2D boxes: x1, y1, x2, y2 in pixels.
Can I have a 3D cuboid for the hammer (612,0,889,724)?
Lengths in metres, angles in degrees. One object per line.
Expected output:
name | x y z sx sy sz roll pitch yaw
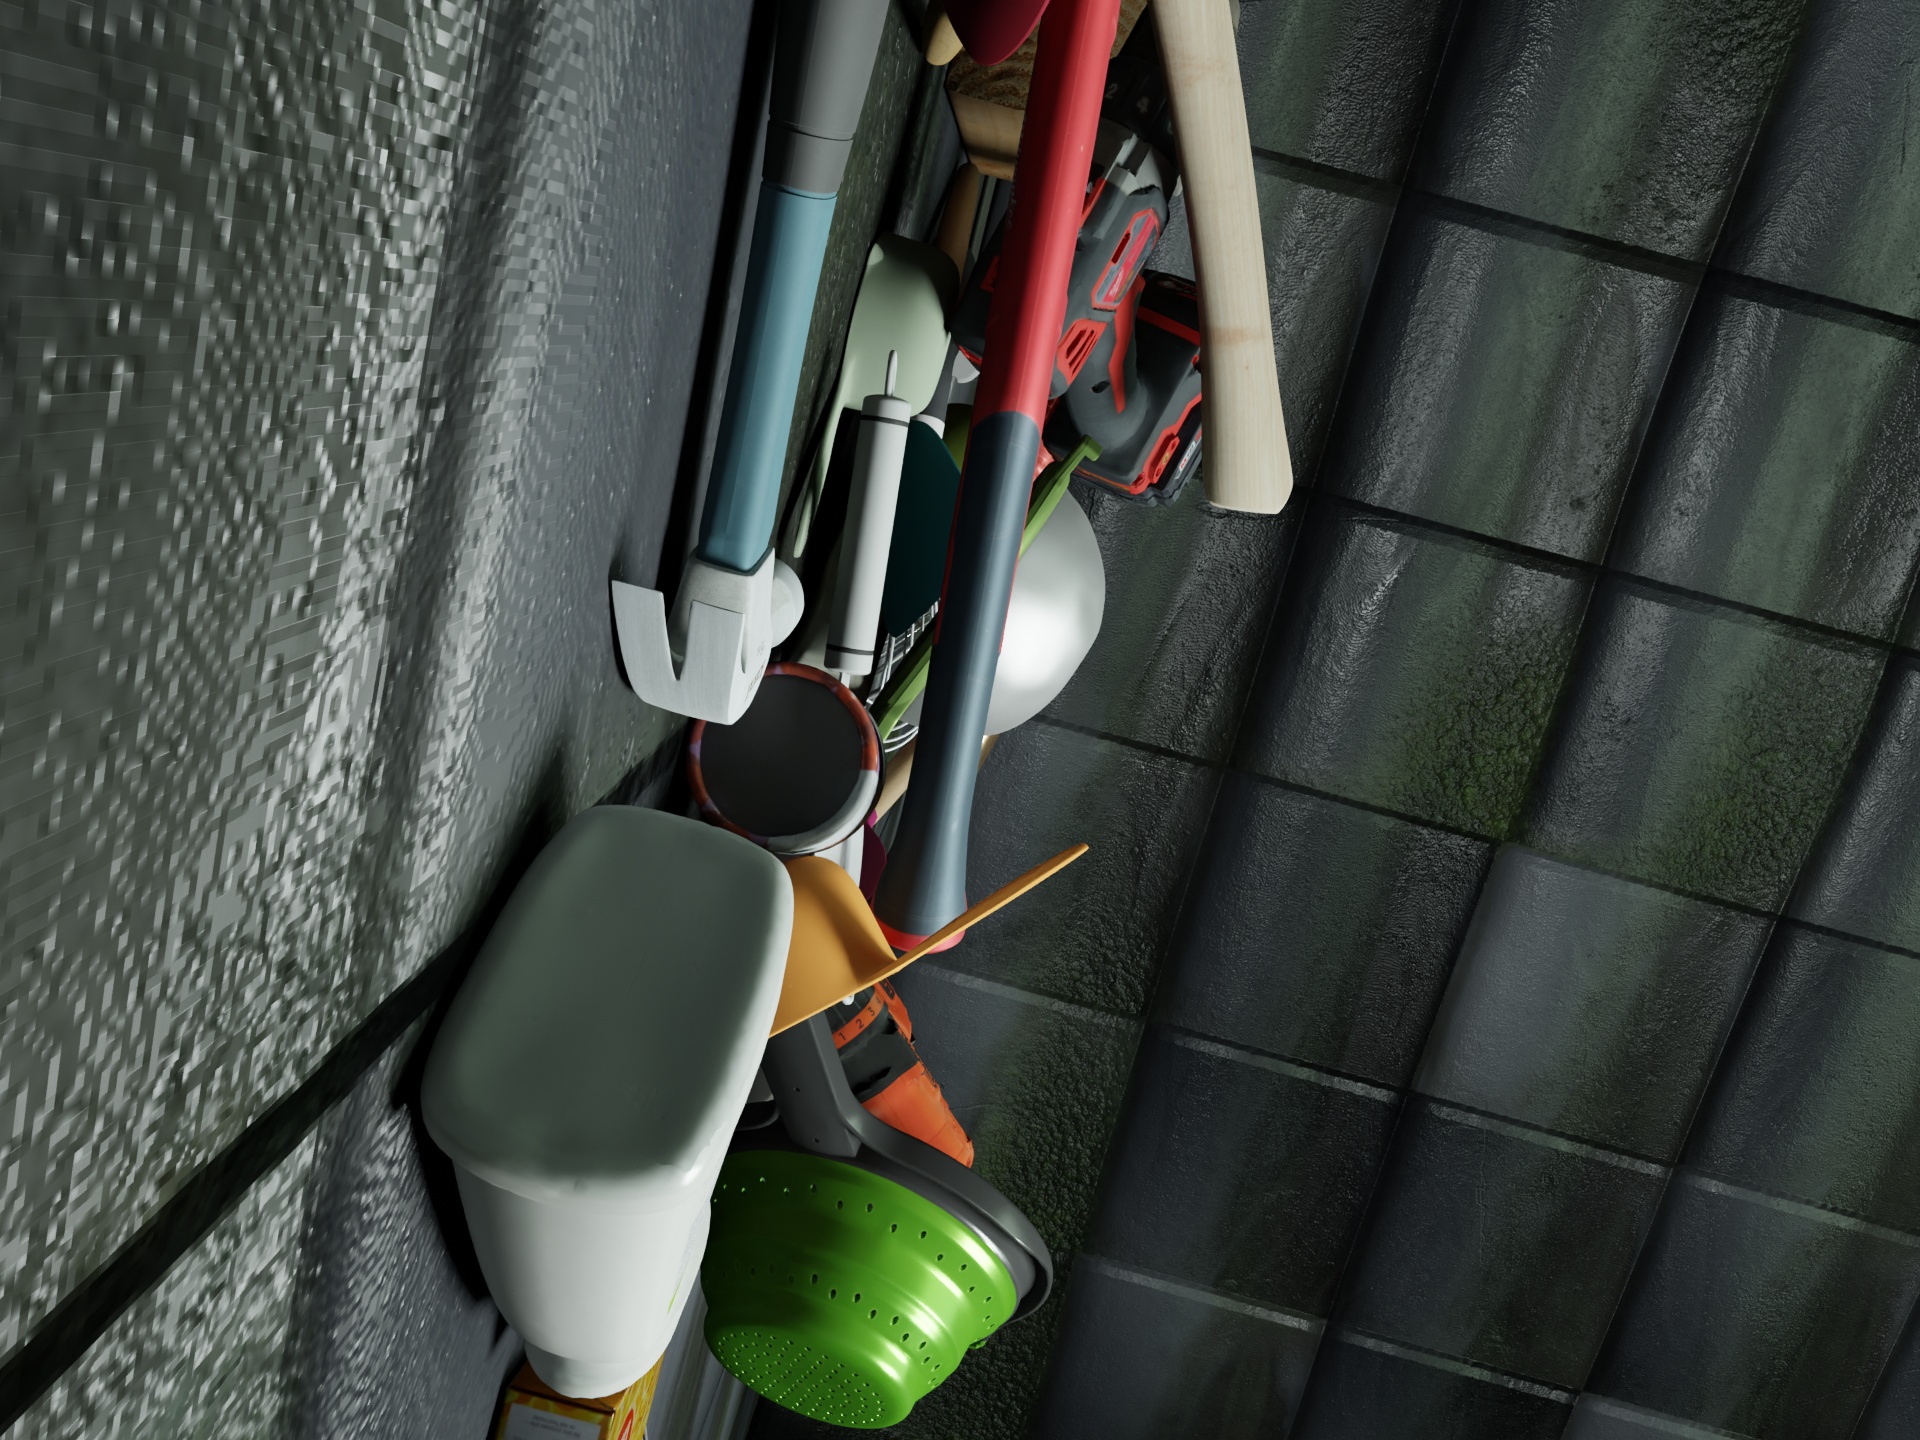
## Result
hammer | -0.038 -0.149 0.401 0.128 0.033 0.330 -75 179 -66

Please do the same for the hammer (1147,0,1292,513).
hammer | 0.099 -0.254 0.621 0.146 0.038 0.410 -51 142 -29

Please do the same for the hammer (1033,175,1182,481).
hammer | 0.059 -0.188 0.920 0.149 0.036 0.359 122 -8 -86

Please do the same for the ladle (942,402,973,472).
ladle | -0.046 -0.035 0.949 0.078 0.062 0.320 -95 -159 -72

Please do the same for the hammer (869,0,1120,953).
hammer | 0.015 -0.088 0.504 0.143 0.038 0.386 -98 -164 -66

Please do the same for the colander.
colander | -0.075 0.231 0.751 0.396 0.204 0.095 79 26 -42

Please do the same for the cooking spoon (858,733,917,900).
cooking spoon | -0.043 0.041 0.841 0.319 0.069 0.017 -51 147 -66

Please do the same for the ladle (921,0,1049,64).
ladle | 0.002 -0.229 0.496 0.316 0.031 0.069 -104 -155 -73

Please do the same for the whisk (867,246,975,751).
whisk | -0.028 -0.123 0.850 0.070 0.070 0.285 96 4 -83

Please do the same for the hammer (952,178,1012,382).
hammer | 0.043 -0.394 1.049 0.146 0.035 0.334 -70 174 -70

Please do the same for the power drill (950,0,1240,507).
power drill | 0.083 -0.212 0.744 0.188 0.080 0.226 -61 160 -2

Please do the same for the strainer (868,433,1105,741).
strainer | -0.001 -0.002 0.730 0.256 0.069 0.151 -57 -175 -21

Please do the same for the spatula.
spatula | -0.007 -0.181 0.782 0.082 0.044 0.318 -45 -154 44

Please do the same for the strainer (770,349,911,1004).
strainer | -0.047 -0.017 0.630 0.087 0.050 0.258 -27 127 -80

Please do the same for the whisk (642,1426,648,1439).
whisk | -0.145 0.294 0.700 0.055 0.055 0.239 84 17 -87

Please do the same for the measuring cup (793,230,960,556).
measuring cup | -0.033 -0.130 0.660 0.083 0.038 0.168 103 0 -59

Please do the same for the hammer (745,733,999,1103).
hammer | -0.038 0.097 1.030 0.331 0.031 0.130 -60 165 1

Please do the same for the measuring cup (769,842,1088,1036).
measuring cup | -0.038 0.062 0.529 0.173 0.052 0.095 -33 171 24

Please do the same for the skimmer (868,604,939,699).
skimmer | -0.053 0.070 1.054 0.127 0.090 0.363 -75 180 -76
